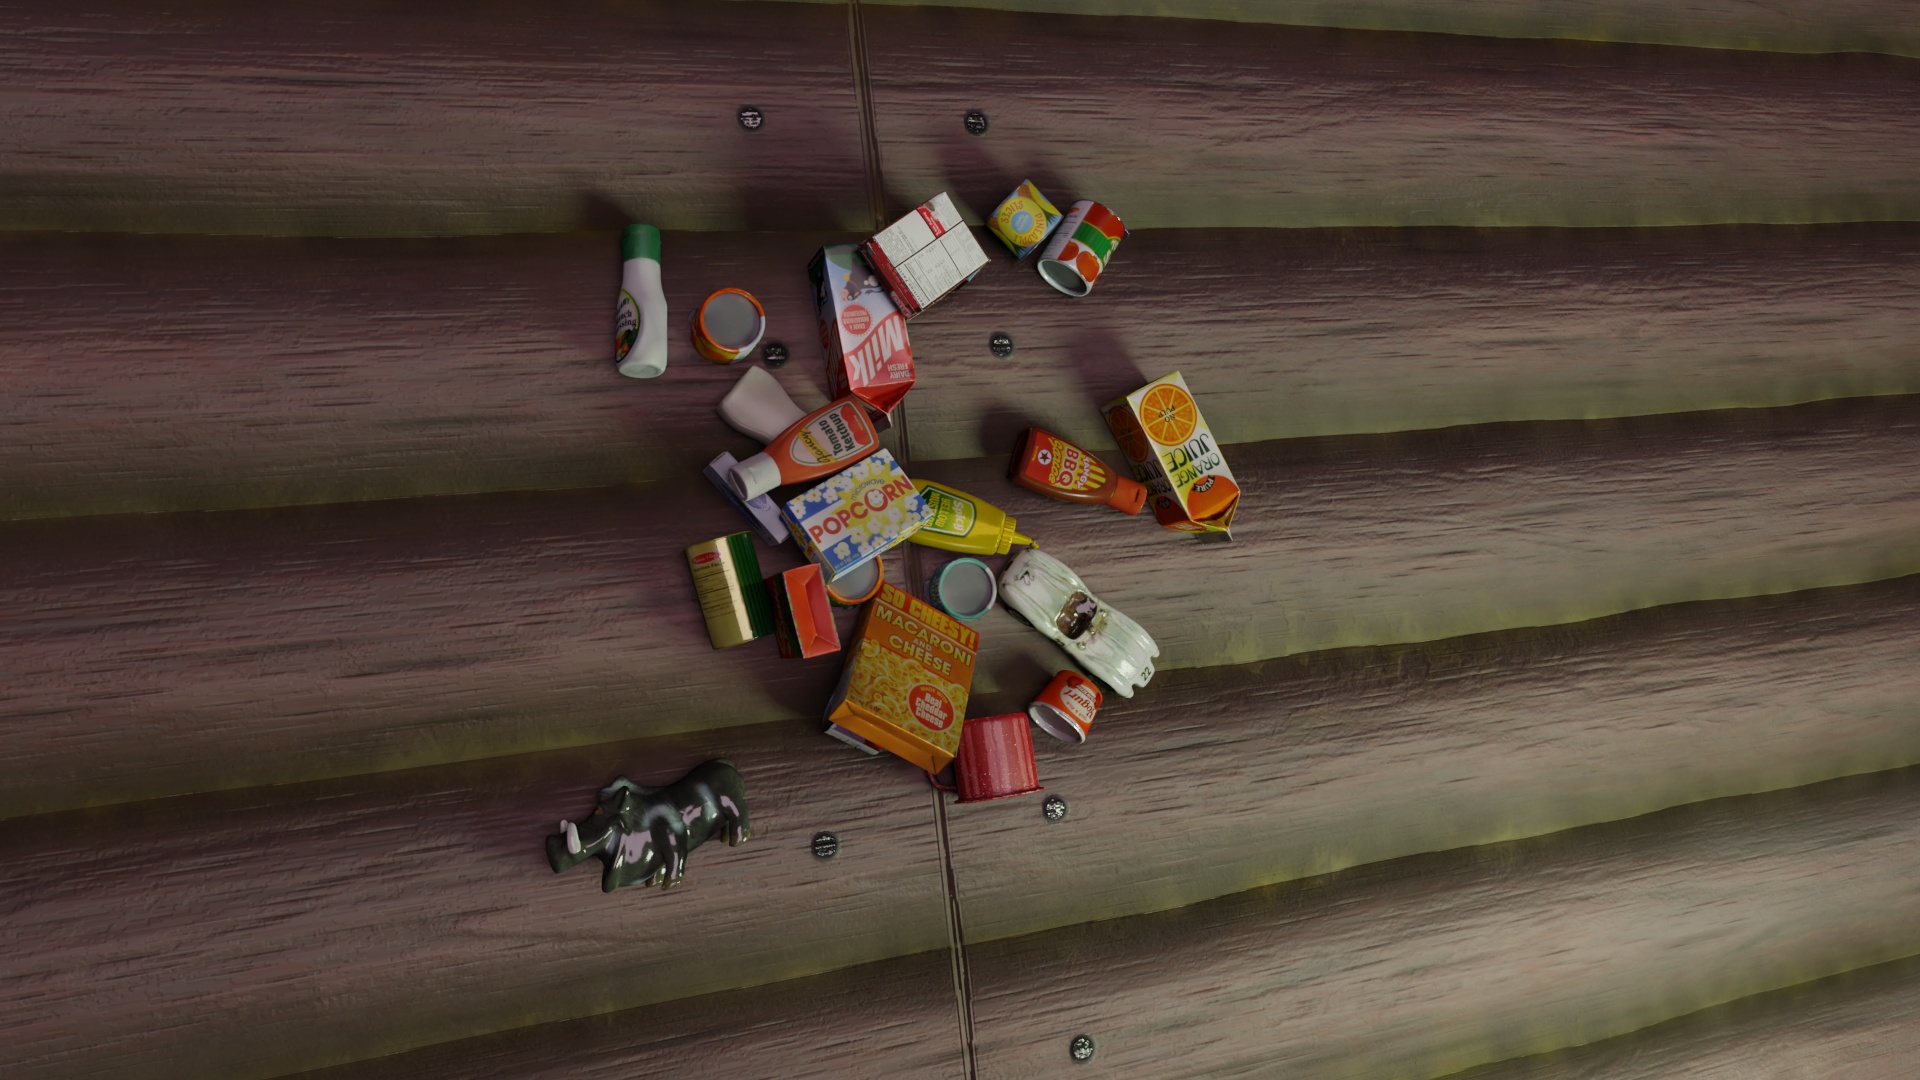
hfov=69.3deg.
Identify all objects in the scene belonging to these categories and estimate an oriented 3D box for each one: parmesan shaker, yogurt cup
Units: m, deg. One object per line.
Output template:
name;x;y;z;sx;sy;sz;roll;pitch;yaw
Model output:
parmesan shaker;-0.225;0.049;1.350;0.071;0.071;0.103;-16;90;-20
yogurt cup;0.112;0.173;1.454;0.072;0.072;0.054;41;65;-11

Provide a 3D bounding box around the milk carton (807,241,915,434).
milk carton;-0.098;-0.203;1.417;0.073;0.072;0.190;-9;87;-20

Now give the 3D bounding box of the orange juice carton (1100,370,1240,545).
orange juice carton;0.238;-0.081;1.522;0.073;0.071;0.192;-29;94;-19

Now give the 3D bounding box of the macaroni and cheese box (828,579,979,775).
macaroni and cheese box;-0.052;0.132;1.367;0.123;0.040;0.167;30;40;-15

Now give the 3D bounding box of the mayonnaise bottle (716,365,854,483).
mayonnaise bottle;-0.171;-0.106;1.398;0.148;0.041;0.065;41;69;-12

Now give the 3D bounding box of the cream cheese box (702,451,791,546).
cream cheese box;-0.208;-0.040;1.370;0.024;0.053;0.103;-43;99;-16

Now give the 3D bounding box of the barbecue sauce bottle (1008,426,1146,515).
barbecue sauce bottle;0.128;-0.069;1.496;0.148;0.043;0.065;21;77;-16

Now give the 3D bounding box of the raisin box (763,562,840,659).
raisin box;-0.155;0.069;1.339;0.040;0.123;0.086;-15;89;-19

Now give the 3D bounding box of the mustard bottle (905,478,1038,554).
mustard bottle;0.005;-0.018;1.430;0.160;0.048;0.065;14;78;-4

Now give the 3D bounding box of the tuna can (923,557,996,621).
tuna can;0.000;0.051;1.444;0.071;0.032;0.071;2;83;-20

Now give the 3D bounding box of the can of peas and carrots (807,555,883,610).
can of peas and carrots;-0.115;0.035;1.391;0.071;0.058;0.071;2;84;-19

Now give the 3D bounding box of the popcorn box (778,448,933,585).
popcorn box;-0.102;-0.024;1.356;0.127;0.038;0.085;-32;80;-29

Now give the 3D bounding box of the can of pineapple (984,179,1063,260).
can of pineapple;0.068;-0.345;1.493;0.058;0.071;0.071;44;73;-9

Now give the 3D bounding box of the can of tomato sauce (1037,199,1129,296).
can of tomato sauce;0.133;-0.317;1.514;0.071;0.071;0.083;34;75;-13

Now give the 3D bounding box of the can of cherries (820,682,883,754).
can of cherries;-0.096;0.169;1.378;0.058;0.071;0.071;28;76;-15

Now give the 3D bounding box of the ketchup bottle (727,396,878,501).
ketchup bottle;-0.154;-0.085;1.351;0.149;0.043;0.064;-29;91;-29

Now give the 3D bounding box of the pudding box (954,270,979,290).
pudding box;-0.017;-0.307;1.469;0.083;0.049;0.030;42;74;-11

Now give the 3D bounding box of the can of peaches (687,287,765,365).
can of peaches;-0.233;-0.213;1.378;0.071;0.058;0.071;2;84;-20

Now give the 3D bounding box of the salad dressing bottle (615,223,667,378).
salad dressing bottle;-0.311;-0.234;1.355;0.044;0.064;0.148;8;72;-37
